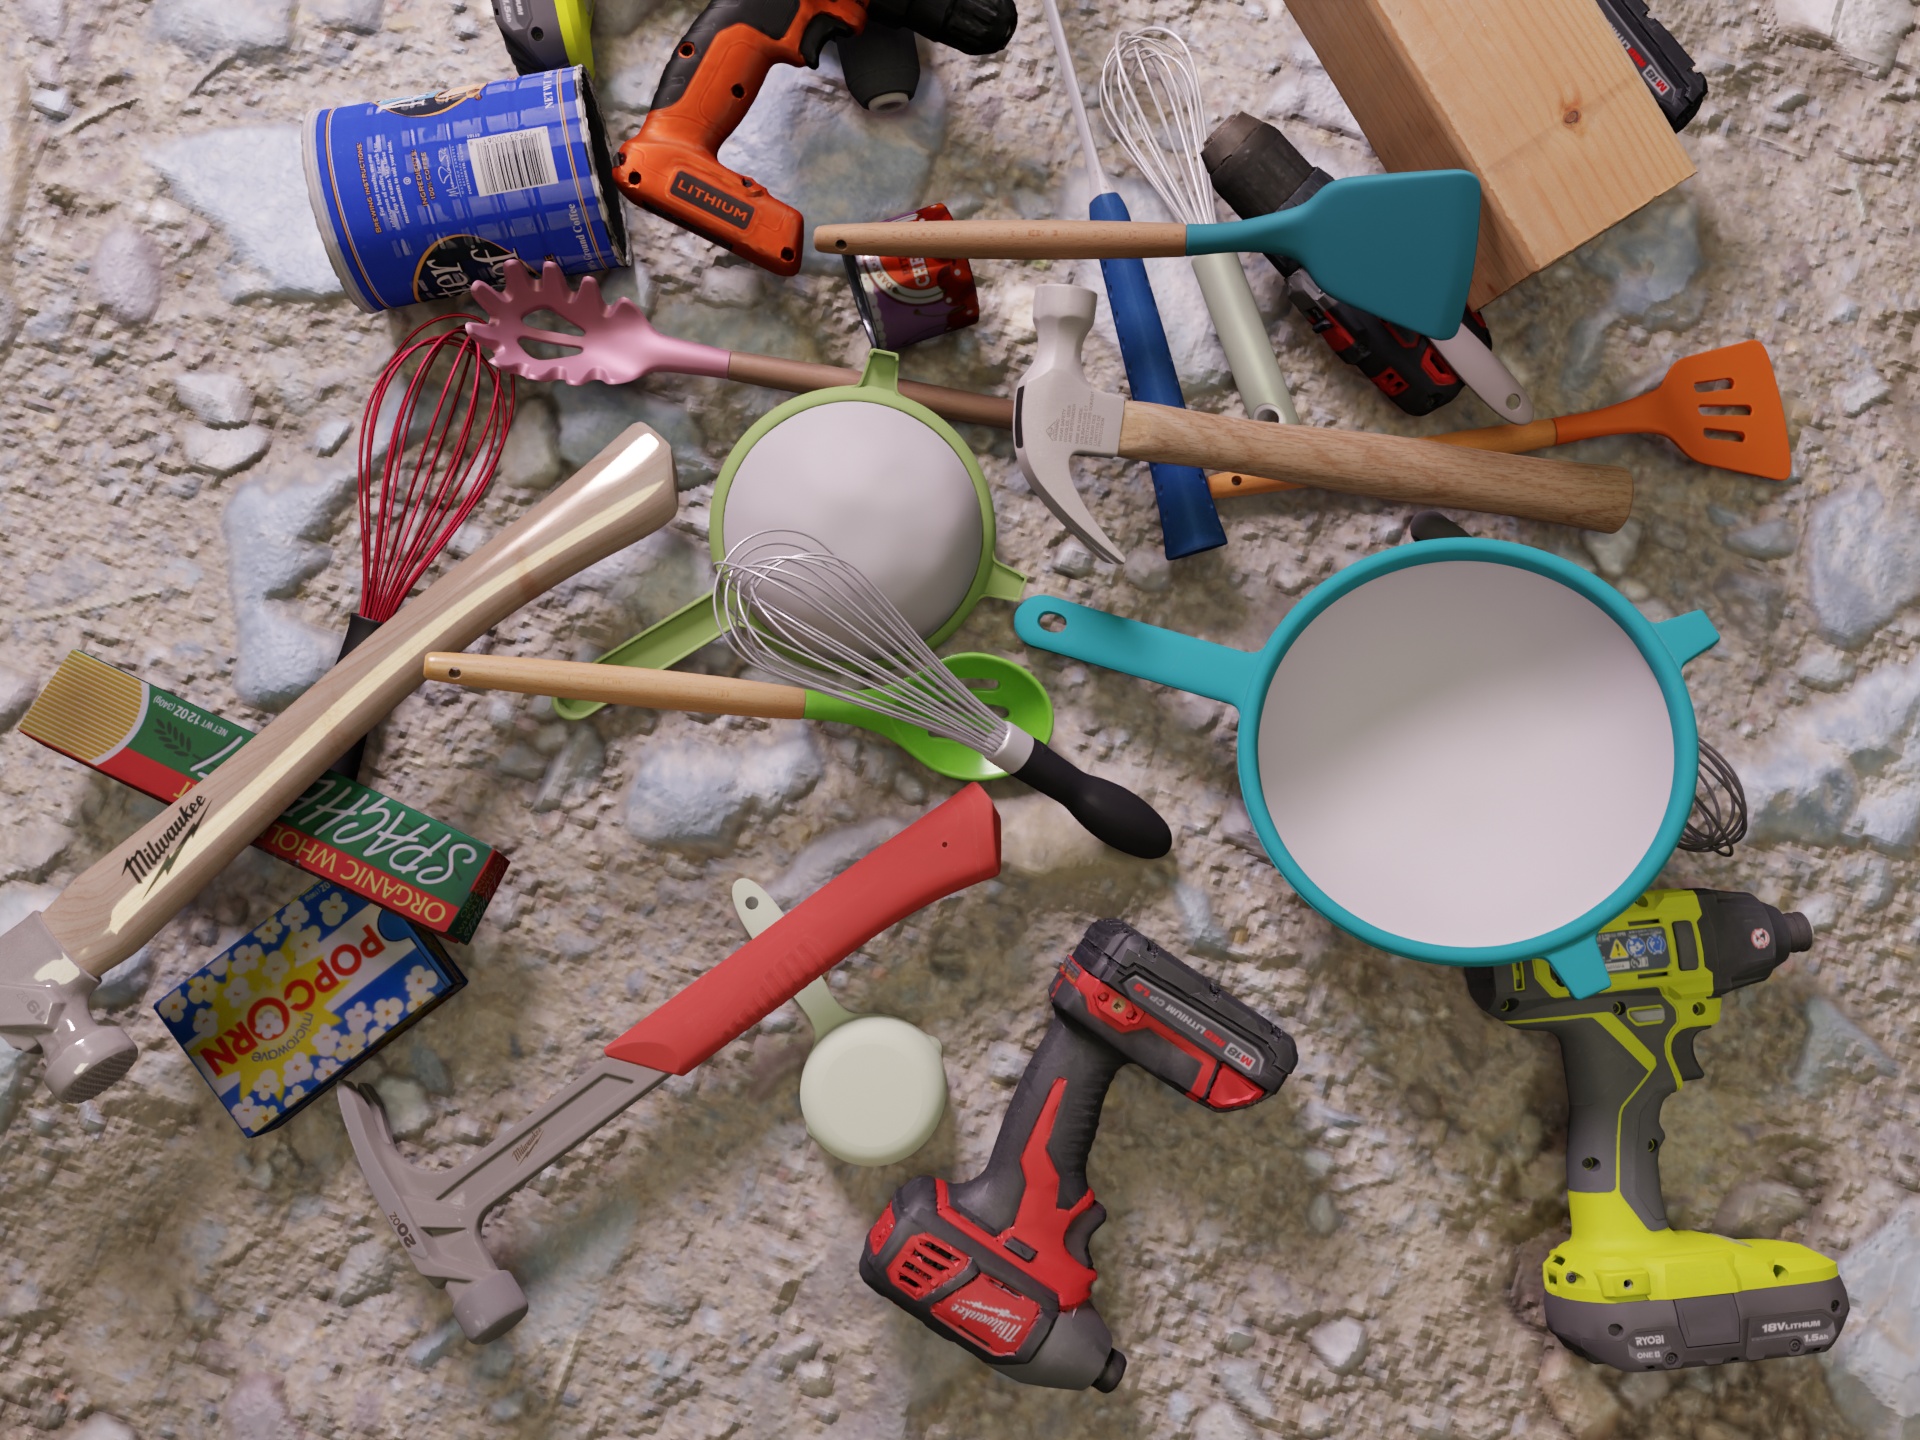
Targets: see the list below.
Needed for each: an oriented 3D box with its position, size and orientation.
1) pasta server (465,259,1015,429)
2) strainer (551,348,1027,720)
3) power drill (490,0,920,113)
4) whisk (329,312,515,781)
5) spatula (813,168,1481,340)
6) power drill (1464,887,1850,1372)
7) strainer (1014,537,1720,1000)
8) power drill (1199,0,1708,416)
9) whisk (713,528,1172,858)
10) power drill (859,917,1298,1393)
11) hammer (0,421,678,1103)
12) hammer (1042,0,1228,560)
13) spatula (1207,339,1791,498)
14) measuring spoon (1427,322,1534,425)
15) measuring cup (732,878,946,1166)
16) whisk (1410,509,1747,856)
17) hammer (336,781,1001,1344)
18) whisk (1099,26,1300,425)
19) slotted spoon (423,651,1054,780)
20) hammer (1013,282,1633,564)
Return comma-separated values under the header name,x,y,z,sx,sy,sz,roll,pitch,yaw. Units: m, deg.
name,x,y,z,sx,sy,sz,roll,pitch,yaw
pasta server,-0.094,-0.183,0.835,0.316,0.040,0.060,9,89,-8
strainer,-0.100,-0.067,0.809,0.256,0.069,0.151,-31,101,1
power drill,-0.136,-0.412,0.857,0.228,0.080,0.190,-12,93,-5
whisk,-0.299,-0.071,0.829,0.073,0.073,0.296,18,90,1
spatula,0.084,-0.231,0.773,0.317,0.082,0.044,2,39,6
power drill,0.358,0.198,0.801,0.171,0.080,0.223,-6,81,-1
strainer,0.192,0.003,0.821,0.340,0.095,0.211,18,81,20
power drill,0.254,-0.300,0.840,0.188,0.080,0.226,44,88,-9
whisk,-0.001,-0.002,0.784,0.284,0.070,0.070,32,84,-22
power drill,0.064,0.221,0.792,0.143,0.078,0.219,34,88,-3
hammer,-0.307,-0.013,0.774,0.146,0.038,0.410,44,75,9
hammer,0.072,-0.284,0.833,0.035,0.144,0.405,-15,91,1
spatula,0.294,-0.150,0.865,0.322,0.041,0.081,-9,83,2
measuring spoon,0.251,-0.195,0.806,0.124,0.018,0.034,43,91,-10
measuring cup,-0.070,0.152,0.814,0.083,0.038,0.167,-34,88,-4
whisk,0.322,-0.022,0.838,0.055,0.055,0.239,-41,81,-5
hammer,-0.133,0.141,0.796,0.359,0.036,0.149,-36,71,-3
whisk,0.134,-0.262,0.864,0.058,0.059,0.246,-21,88,33
slotted spoon,-0.104,-0.013,0.797,0.313,0.031,0.070,5,108,-18
hammer,0.189,-0.131,0.810,0.331,0.031,0.130,6,96,-11
